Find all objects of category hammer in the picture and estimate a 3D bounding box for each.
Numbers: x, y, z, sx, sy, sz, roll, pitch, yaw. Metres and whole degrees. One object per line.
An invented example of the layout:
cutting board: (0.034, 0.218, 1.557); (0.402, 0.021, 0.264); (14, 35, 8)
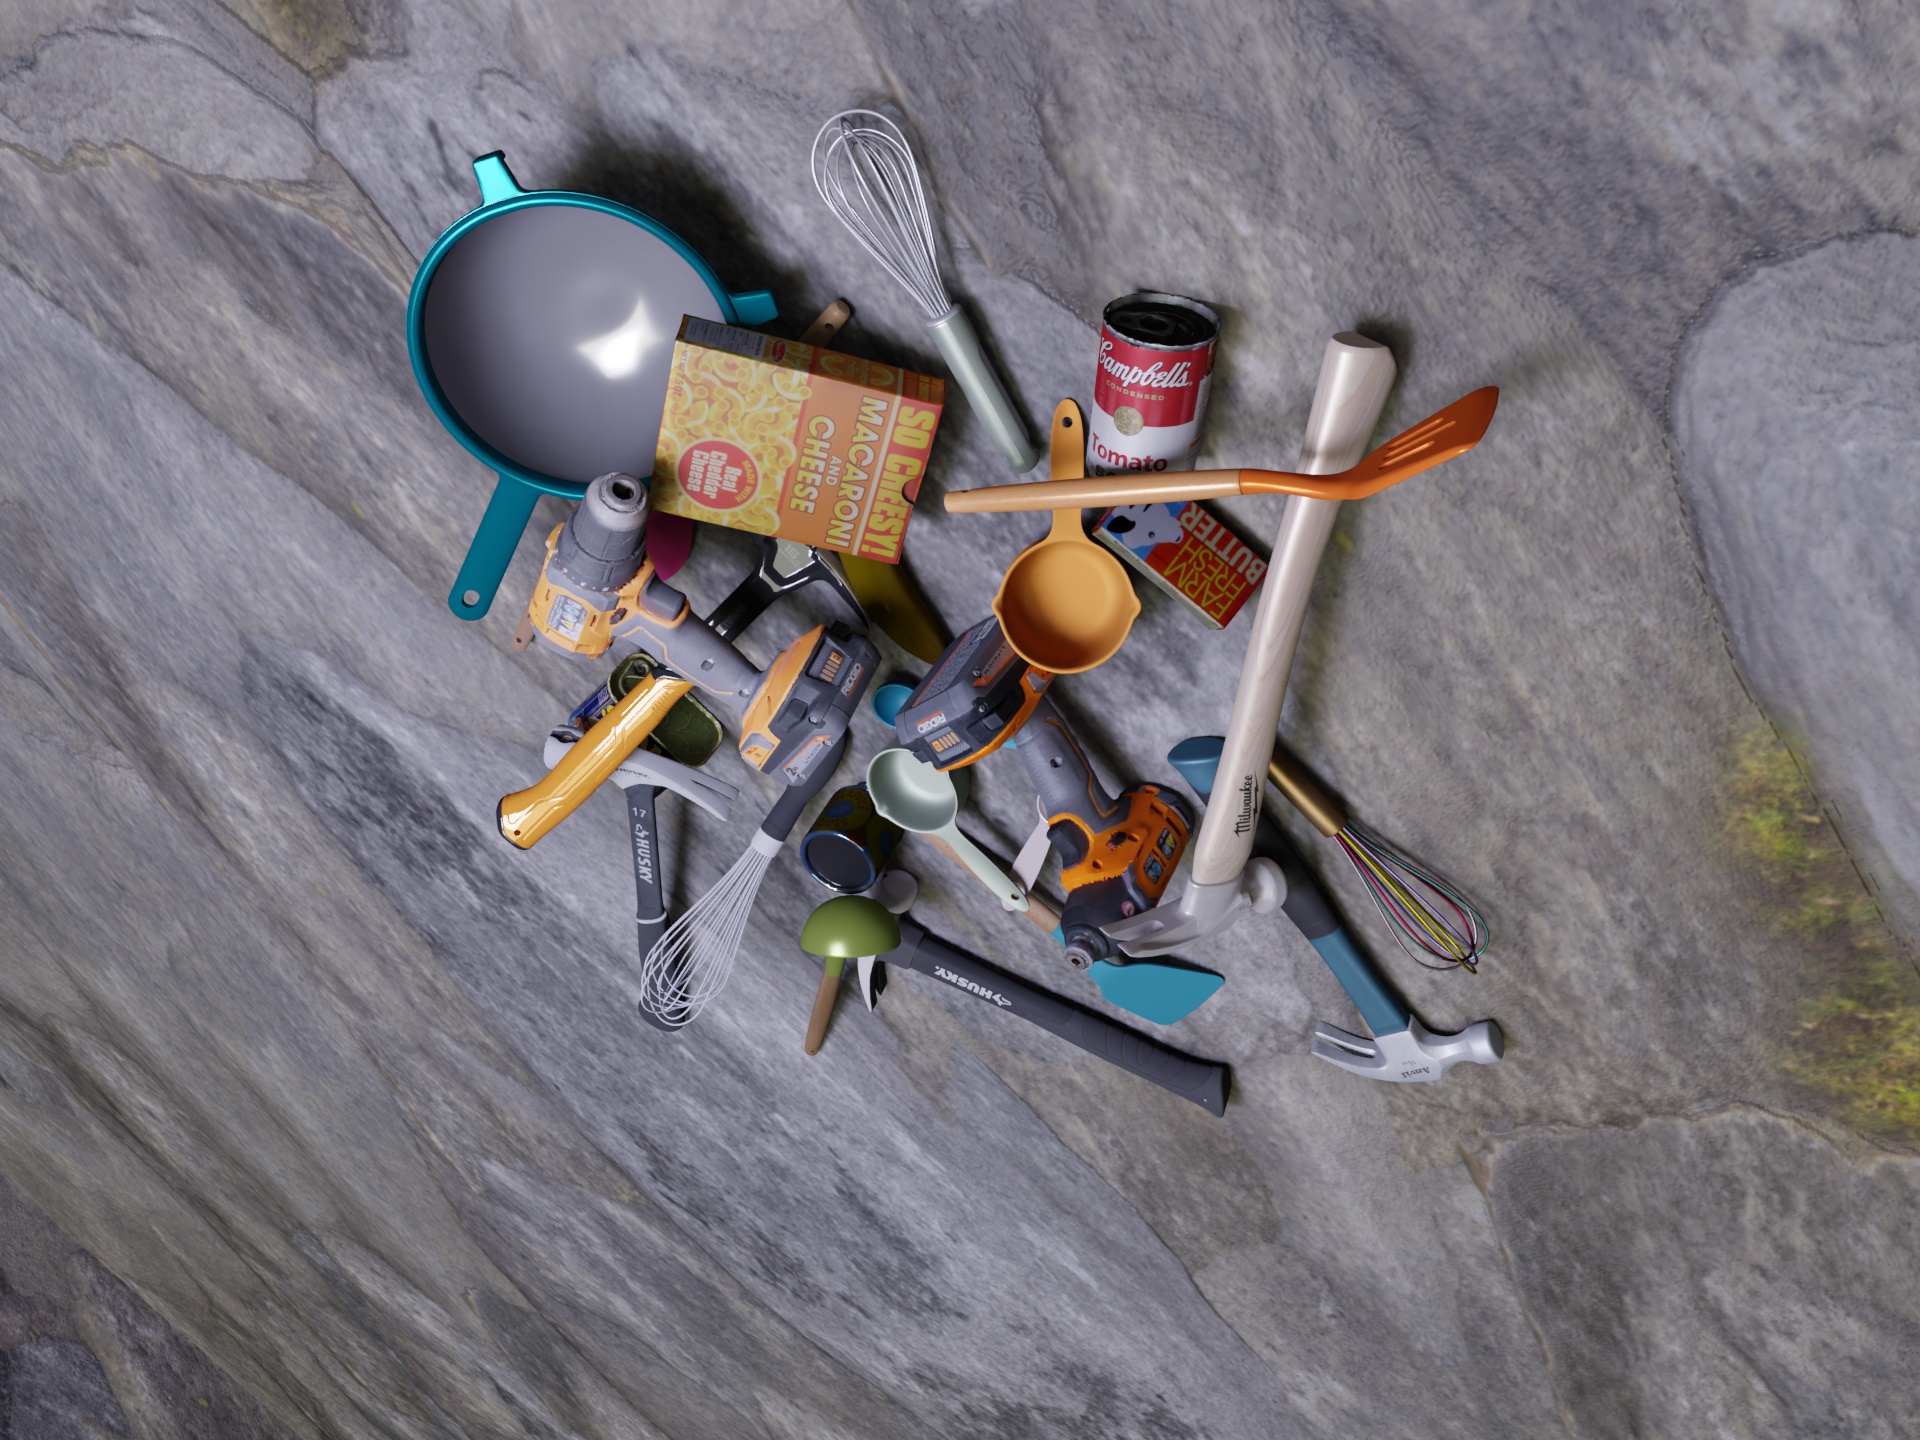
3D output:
hammer: (0.068, 0.245, 1.318); (0.335, 0.035, 0.146); (24, 131, 6)
hammer: (0.183, -0.033, 0.975); (0.038, 0.146, 0.410); (39, 131, 41)
hammer: (-0.216, -0.014, 1.165); (0.337, 0.034, 0.127); (-42, 104, 16)
hammer: (-0.260, 0.156, 1.362); (0.149, 0.036, 0.408); (14, 140, 6)
hammer: (0.256, 0.141, 1.149); (0.128, 0.033, 0.330); (-24, 112, 36)

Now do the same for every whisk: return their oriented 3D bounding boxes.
whisk: (0.275, 0.089, 1.094); (0.245, 0.047, 0.051); (44, 132, -7)
whisk: (-0.013, -0.253, 0.964); (0.059, 0.058, 0.246); (-28, 118, 8)
whisk: (-0.167, 0.121, 1.249); (0.070, 0.070, 0.284); (33, 102, -2)

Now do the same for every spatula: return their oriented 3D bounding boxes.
spatula: (0.058, 0.140, 1.251); (0.317, 0.044, 0.082); (38, 133, 0)
spatula: (0.133, -0.141, 0.890); (0.323, 0.081, 0.041); (0, 122, 27)
spatula: (-0.283, -0.153, 1.185); (0.060, 0.018, 0.315); (37, 131, -2)

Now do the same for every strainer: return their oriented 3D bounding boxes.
strainer: (-0.269, -0.211, 1.059); (0.211, 0.095, 0.340); (23, 127, -19)

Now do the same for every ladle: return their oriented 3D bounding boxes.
ladle: (-0.108, 0.231, 1.338); (0.078, 0.062, 0.320); (-2, 149, -14)

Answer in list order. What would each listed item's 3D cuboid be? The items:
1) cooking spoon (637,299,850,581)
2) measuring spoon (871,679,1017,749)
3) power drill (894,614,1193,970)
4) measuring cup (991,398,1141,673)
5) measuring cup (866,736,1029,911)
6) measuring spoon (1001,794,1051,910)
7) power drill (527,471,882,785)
cooking spoon: (-0.169, -0.186, 1.106); (0.068, 0.017, 0.319); (35, 133, -19)
measuring spoon: (-0.002, -0.004, 1.174); (0.128, 0.021, 0.042); (15, 130, 2)
power drill: (0.060, 0.053, 1.087); (0.084, 0.164, 0.226); (-27, 109, 41)
measuring cup: (0.068, -0.120, 1.030); (0.095, 0.052, 0.173); (0, 101, 3)
measuring cup: (0.001, 0.077, 1.210); (0.167, 0.038, 0.083); (47, 131, -10)
measuring spoon: (0.060, 0.096, 1.205); (0.034, 0.018, 0.124); (34, 123, 15)
power drill: (-0.169, -0.063, 1.044); (0.226, 0.084, 0.185); (30, 148, -8)
